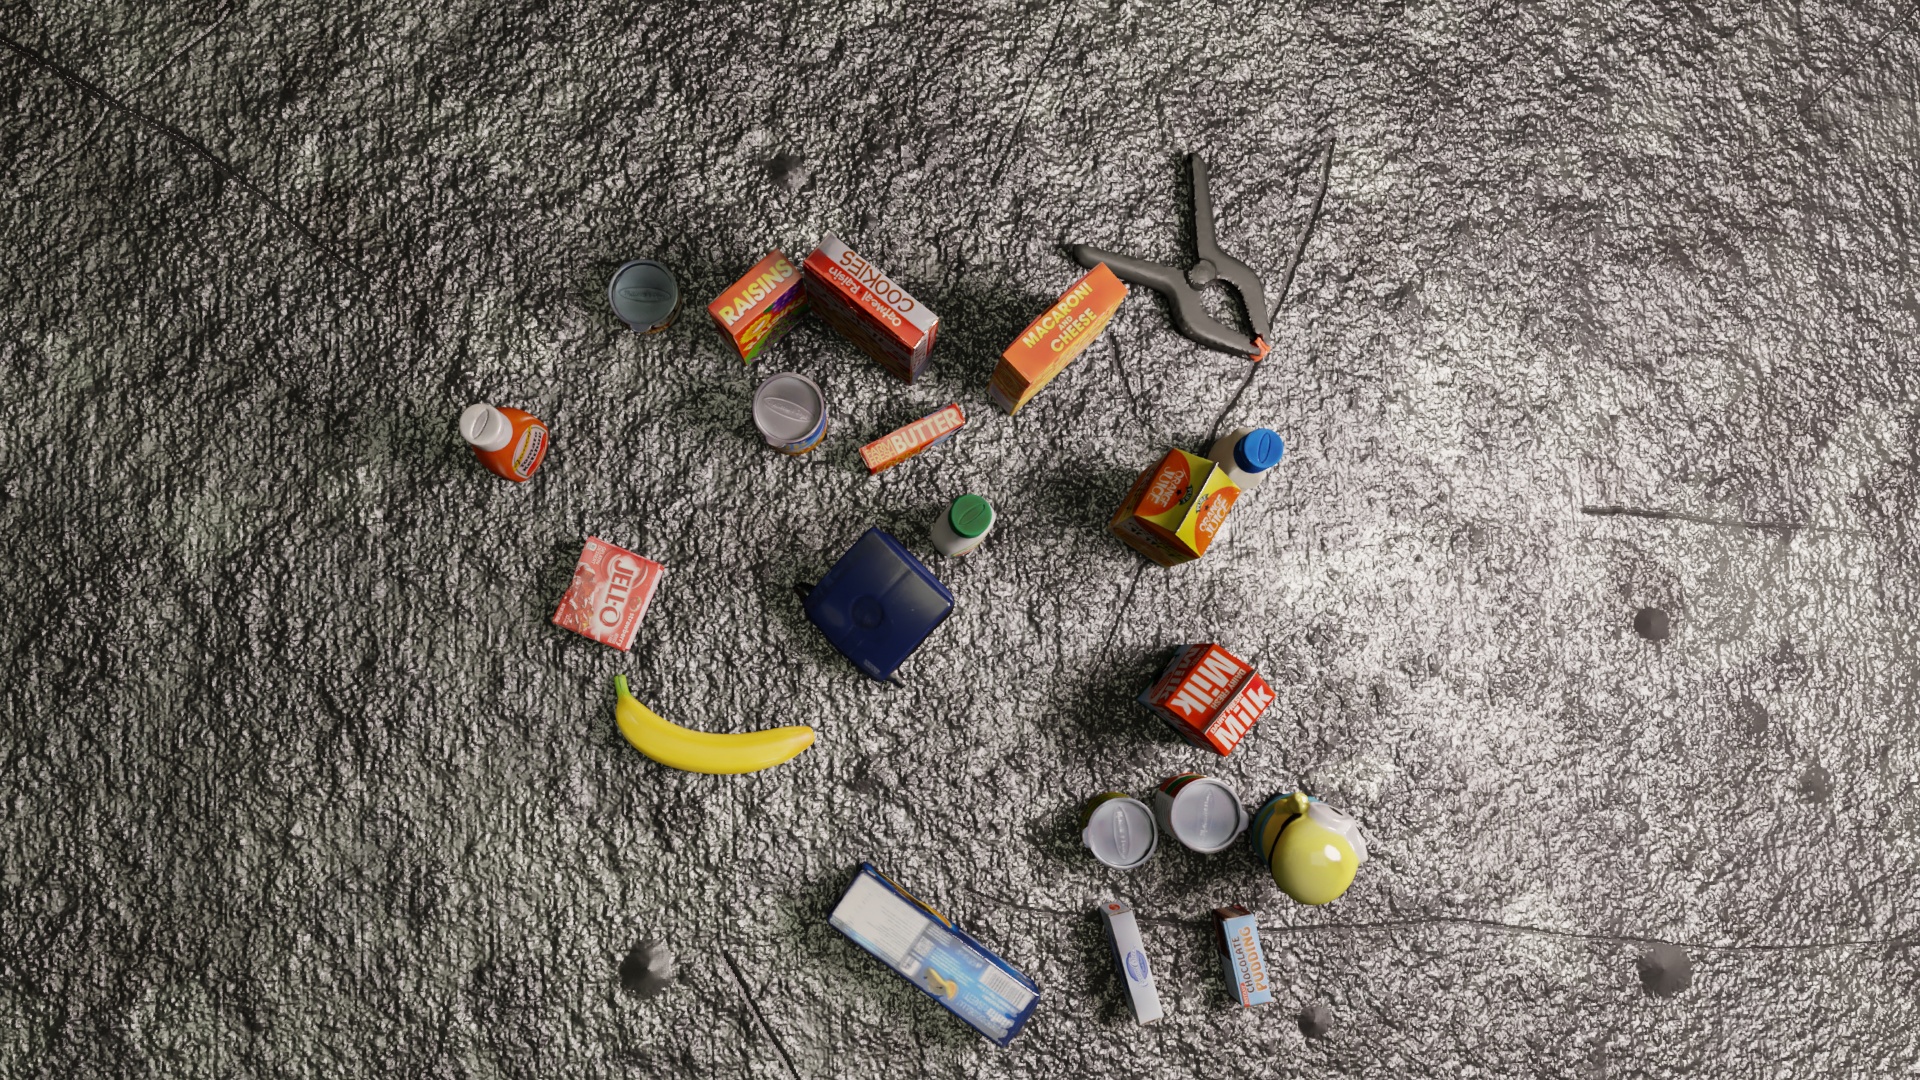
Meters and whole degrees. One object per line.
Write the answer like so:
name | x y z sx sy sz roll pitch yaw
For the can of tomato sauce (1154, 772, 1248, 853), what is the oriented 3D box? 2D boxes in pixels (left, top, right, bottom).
can of tomato sauce | 0.222 0.251 1.288 0.071 0.083 0.071 0 85 -3

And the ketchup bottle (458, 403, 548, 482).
ketchup bottle | -0.413 -0.092 1.252 0.043 0.148 0.065 22 84 -1

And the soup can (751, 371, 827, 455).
soup can | -0.160 -0.115 1.302 0.071 0.083 0.071 0 85 -3

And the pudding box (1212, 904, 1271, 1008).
pudding box | 0.261 0.386 1.294 0.030 0.049 0.083 -11 85 -4

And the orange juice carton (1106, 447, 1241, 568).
orange juice carton | 0.194 -0.028 1.260 0.073 0.192 0.072 32 84 0

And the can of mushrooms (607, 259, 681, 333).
can of mushrooms | -0.302 -0.231 1.330 0.071 0.033 0.071 0 84 -3

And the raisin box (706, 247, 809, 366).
raisin box | -0.186 -0.215 1.291 0.086 0.123 0.040 -42 88 -6

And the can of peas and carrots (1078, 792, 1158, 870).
can of peas and carrots | 0.144 0.270 1.294 0.071 0.058 0.071 0 85 -3

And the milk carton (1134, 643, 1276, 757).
milk carton | 0.221 0.141 1.245 0.073 0.190 0.072 40 84 1

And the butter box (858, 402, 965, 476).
butter box | -0.046 -0.096 1.322 0.103 0.053 0.024 -27 87 -6

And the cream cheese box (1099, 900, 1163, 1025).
cream cheese box | 0.158 0.389 1.285 0.024 0.053 0.104 -16 86 -5

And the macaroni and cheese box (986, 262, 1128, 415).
macaroni and cheese box | 0.085 -0.182 1.282 0.124 0.166 0.040 -43 89 -6

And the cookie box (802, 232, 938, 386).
cookie box | -0.082 -0.207 1.274 0.123 0.167 0.040 38 84 1

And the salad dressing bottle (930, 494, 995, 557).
salad dressing bottle | 0.005 -0.016 1.270 0.064 0.147 0.044 -37 88 -6

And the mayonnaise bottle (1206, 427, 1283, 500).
mayonnaise bottle | 0.262 -0.074 1.291 0.041 0.148 0.065 13 84 -2
